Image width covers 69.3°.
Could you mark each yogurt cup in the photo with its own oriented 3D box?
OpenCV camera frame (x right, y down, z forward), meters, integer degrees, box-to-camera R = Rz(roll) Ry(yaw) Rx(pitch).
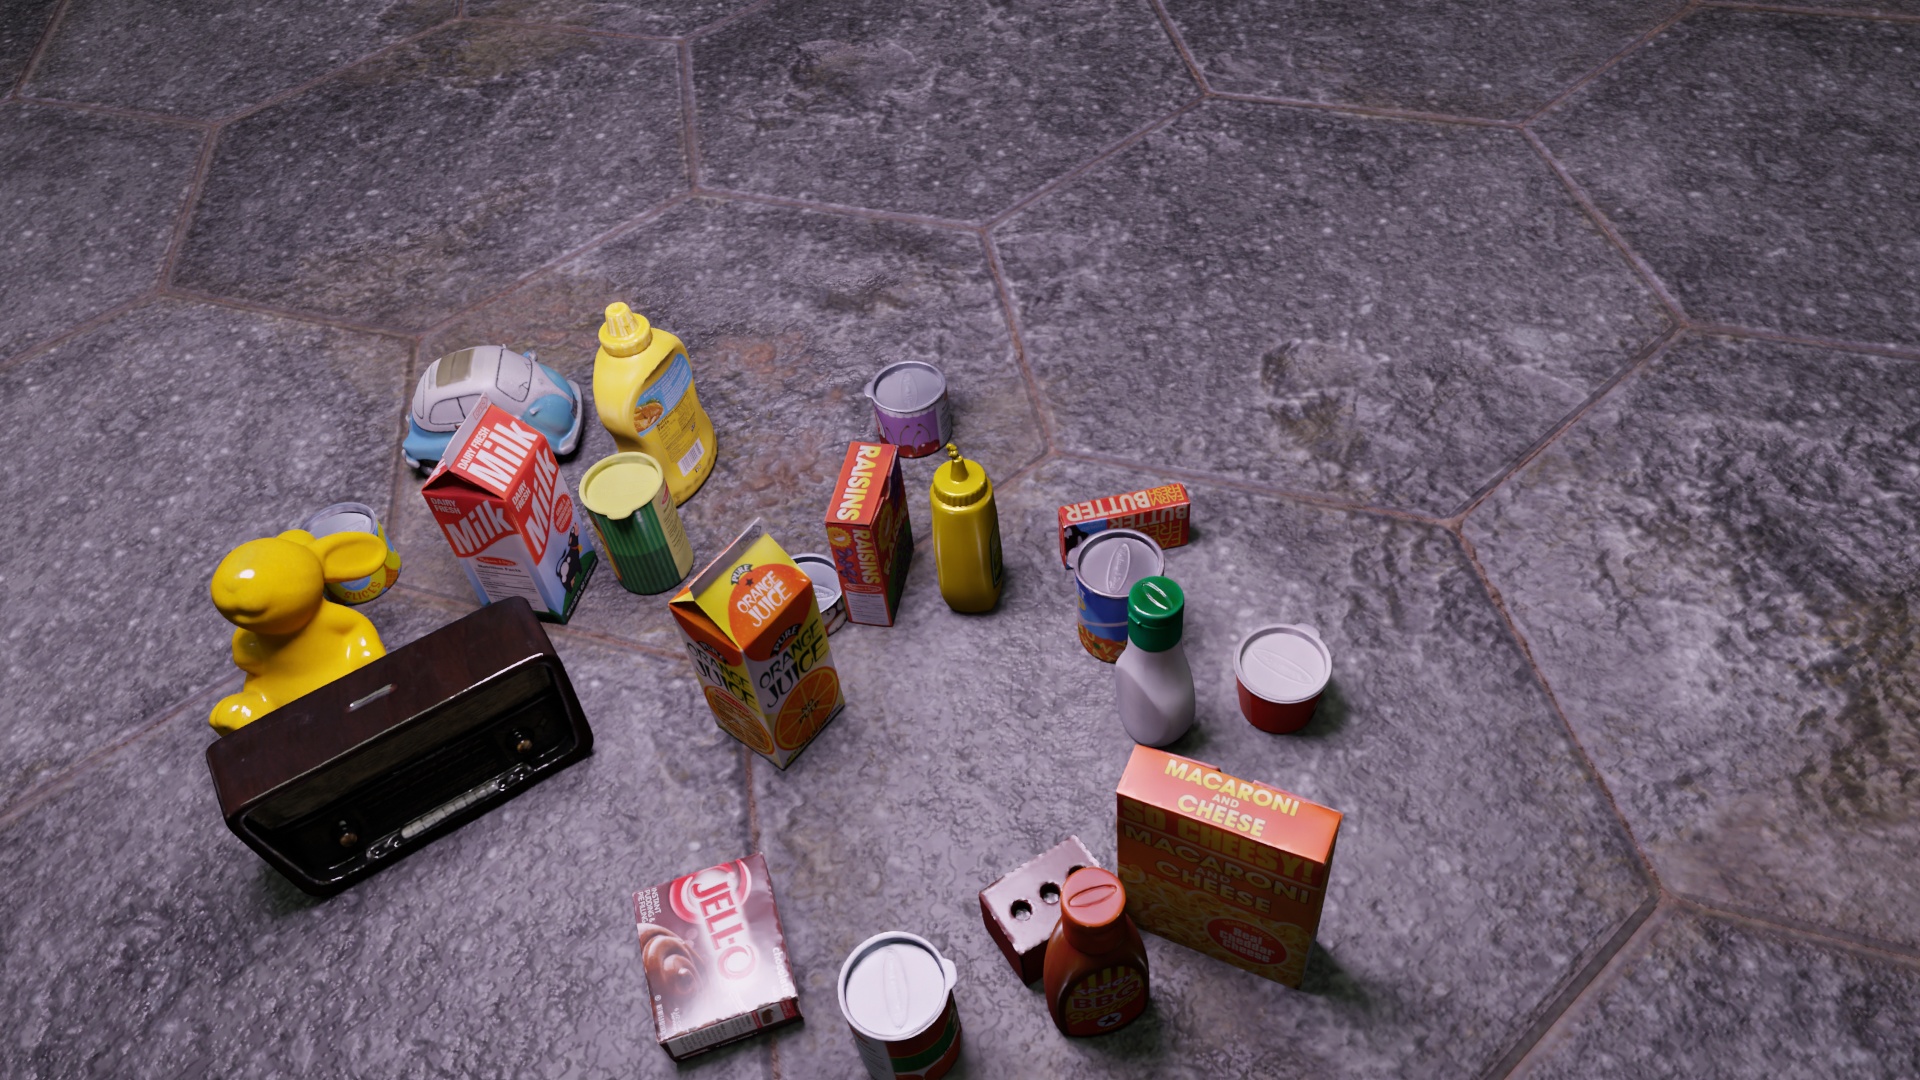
[{"bbox_3d":[0.228,0.101,0.992,0.072,0.053,0.073,-3,49,4],"label":"yogurt cup"}]

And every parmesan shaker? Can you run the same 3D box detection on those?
[{"bbox_3d":[-0.259,-0.010,1.115,0.071,0.102,0.072,-3,49,4],"label":"parmesan shaker"}]

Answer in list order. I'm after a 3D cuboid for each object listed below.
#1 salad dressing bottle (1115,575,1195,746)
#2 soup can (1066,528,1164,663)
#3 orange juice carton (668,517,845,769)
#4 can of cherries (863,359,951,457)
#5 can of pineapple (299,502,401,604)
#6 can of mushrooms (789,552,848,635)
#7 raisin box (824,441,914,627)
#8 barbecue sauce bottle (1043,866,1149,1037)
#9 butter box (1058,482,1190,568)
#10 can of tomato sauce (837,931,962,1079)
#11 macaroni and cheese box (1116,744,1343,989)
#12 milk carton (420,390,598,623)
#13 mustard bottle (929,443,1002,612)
[{"bbox_3d":[0.134,0.084,0.956,0.044,0.146,0.064,-30,52,-19],"label":"salad dressing bottle"},{"bbox_3d":[0.116,0.042,1.038,0.071,0.083,0.072,-3,49,4],"label":"soup can"},{"bbox_3d":[-0.144,0.069,0.972,0.073,0.191,0.072,27,57,27],"label":"orange juice carton"},{"bbox_3d":[-0.045,-0.115,1.212,0.071,0.058,0.072,-3,49,4],"label":"can of cherries"},{"bbox_3d":[-0.508,0.012,1.155,0.071,0.057,0.071,-3,49,4],"label":"can of pineapple"},{"bbox_3d":[-0.122,0.047,1.096,0.071,0.033,0.071,-3,49,4],"label":"can of mushrooms"},{"bbox_3d":[-0.068,-0.004,1.074,0.040,0.122,0.086,5,50,12],"label":"raisin box"},{"bbox_3d":[0.080,0.243,0.821,0.065,0.147,0.044,-16,49,-7],"label":"barbecue sauce bottle"},{"bbox_3d":[0.130,-0.012,1.104,0.103,0.052,0.024,-12,49,-3],"label":"butter box"},{"bbox_3d":[-0.033,0.285,0.842,0.071,0.082,0.071,-3,49,4],"label":"can of tomato sauce"},{"bbox_3d":[0.157,0.199,0.840,0.124,0.165,0.040,16,53,20],"label":"macaroni and cheese box"},{"bbox_3d":[-0.353,-0.024,1.080,0.073,0.189,0.073,6,50,12],"label":"milk carton"},{"bbox_3d":[0.004,-0.013,1.049,0.049,0.159,0.066,1,49,8],"label":"mustard bottle"}]
